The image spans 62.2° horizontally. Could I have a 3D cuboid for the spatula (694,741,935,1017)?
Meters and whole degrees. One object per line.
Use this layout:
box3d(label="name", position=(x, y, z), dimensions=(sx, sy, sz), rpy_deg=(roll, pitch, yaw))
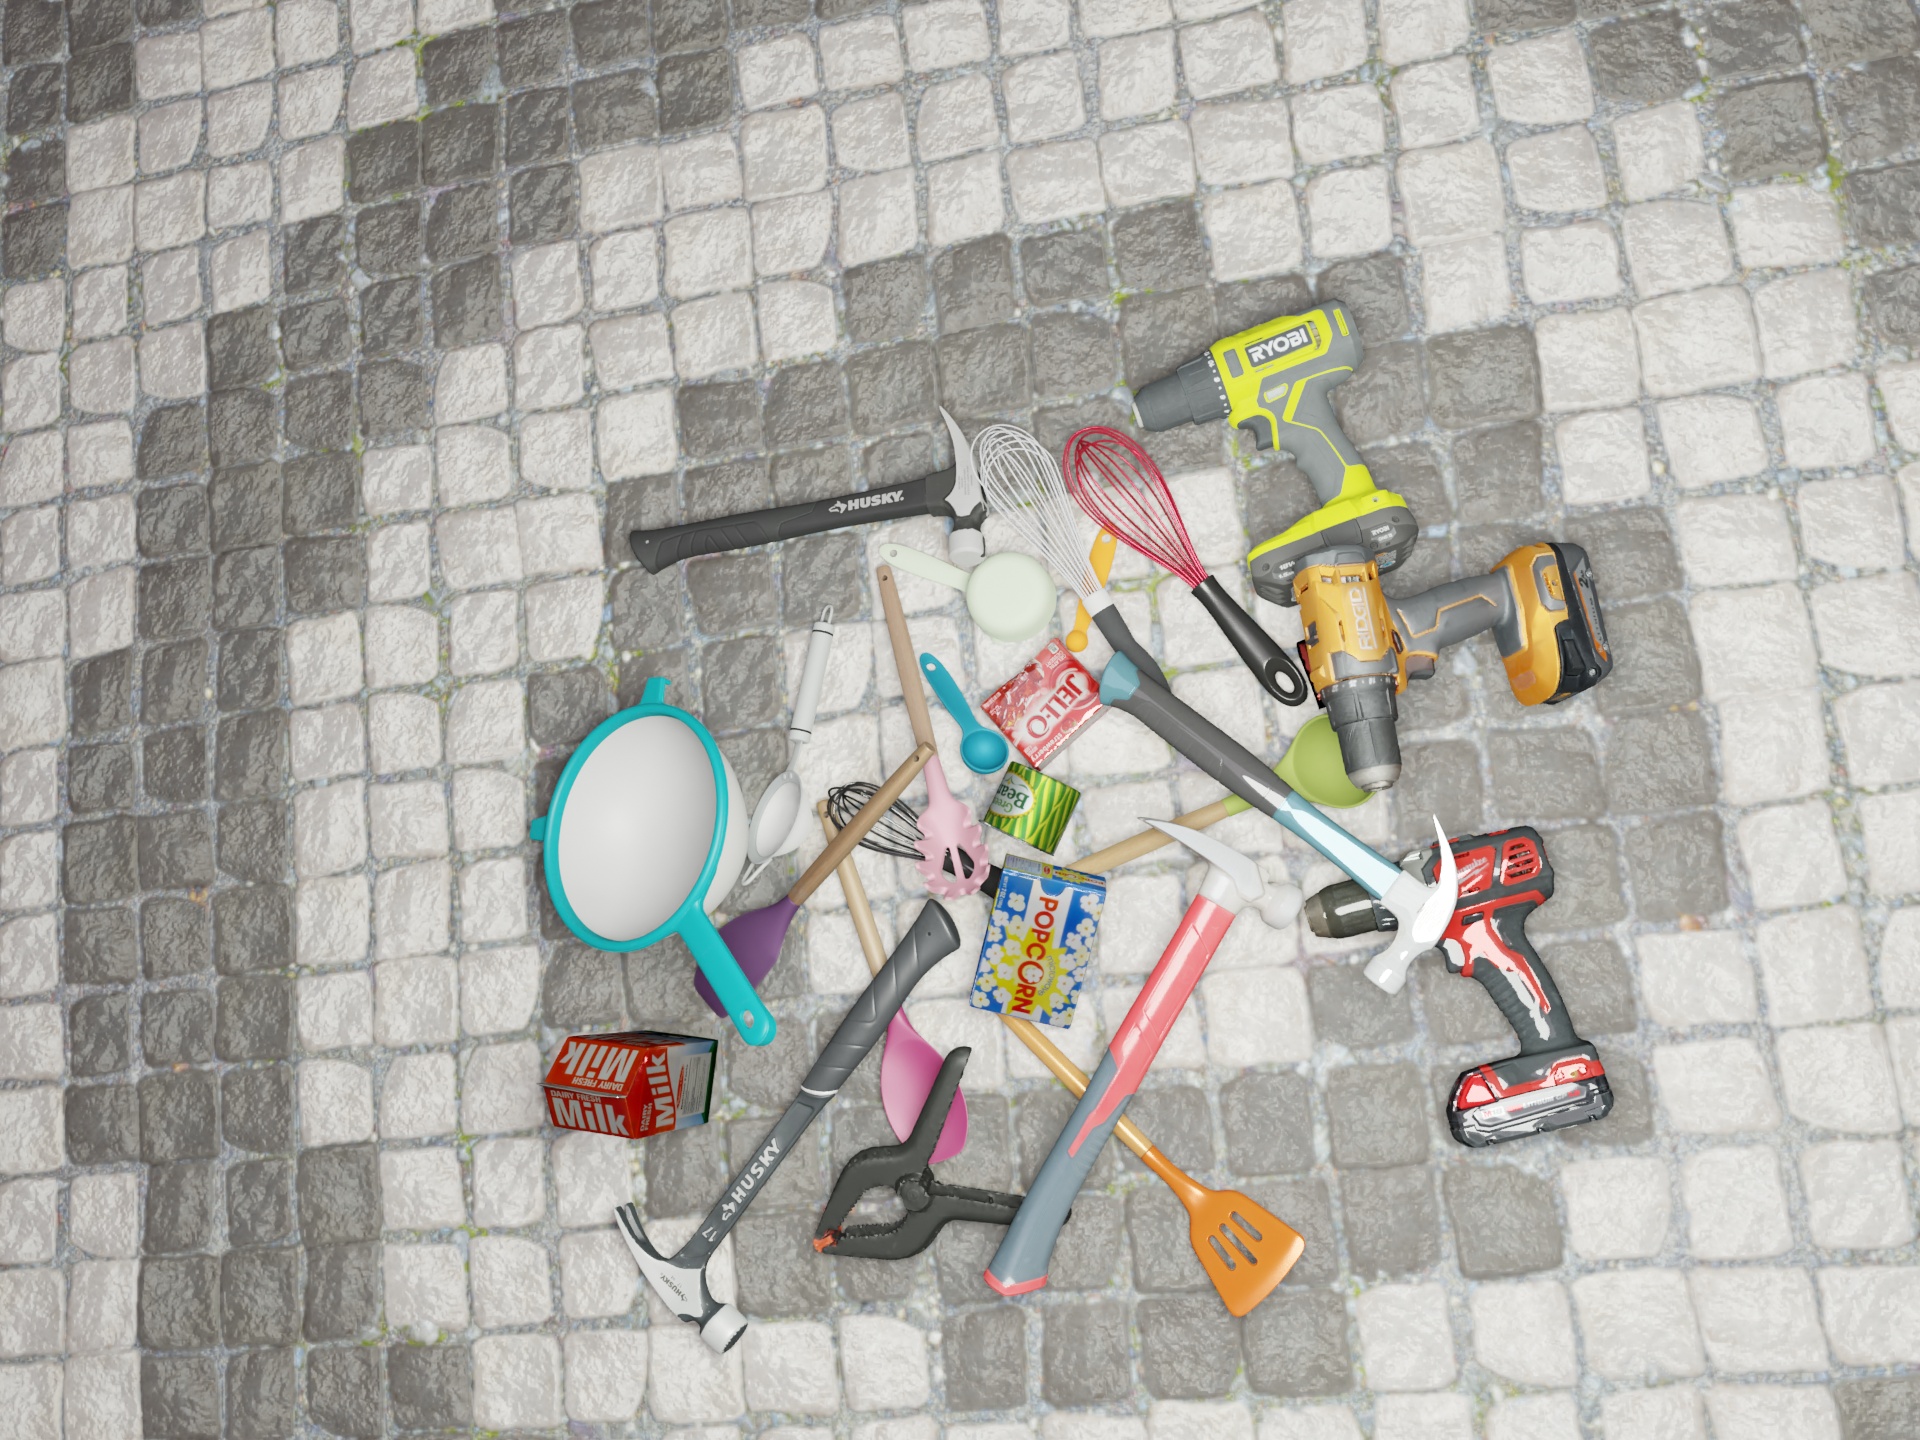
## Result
box3d(label="spatula", position=(-0.125, 0.131, 1.336), dimensions=(0.060, 0.018, 0.316), rpy_deg=(47, 109, 15))

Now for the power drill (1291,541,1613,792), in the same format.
box3d(label="power drill", position=(0.373, -0.045, 1.209), dimensions=(0.226, 0.084, 0.185), rpy_deg=(-5, 76, -12))

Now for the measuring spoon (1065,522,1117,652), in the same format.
box3d(label="measuring spoon", position=(0.112, -0.115, 1.358), dimensions=(0.021, 0.011, 0.117), rpy_deg=(15, 85, 15))

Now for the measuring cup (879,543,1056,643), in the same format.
box3d(label="measuring cup", position=(0.001, -0.124, 1.372), dimensions=(0.167, 0.038, 0.083), rpy_deg=(22, 87, 13))

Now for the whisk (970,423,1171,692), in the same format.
box3d(label="whisk", position=(0.099, -0.126, 1.331), dimensions=(0.070, 0.070, 0.284), rpy_deg=(-33, 87, 7))

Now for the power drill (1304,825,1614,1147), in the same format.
box3d(label="power drill", position=(0.380, 0.206, 1.215), dimensions=(0.188, 0.080, 0.227), rpy_deg=(-16, 75, 10))

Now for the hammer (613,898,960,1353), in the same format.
box3d(label="hammer", position=(-0.133, 0.320, 1.326), dimensions=(0.149, 0.036, 0.409), rpy_deg=(37, 94, 17))

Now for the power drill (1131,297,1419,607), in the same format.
box3d(label="power drill", position=(0.260, -0.216, 1.308), dimensions=(0.190, 0.080, 0.229), rpy_deg=(-20, 75, 9))

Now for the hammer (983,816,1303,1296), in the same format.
box3d(label="hammer", position=(0.113, 0.266, 1.240), dimensions=(0.143, 0.038, 0.386), rpy_deg=(30, 88, -5))

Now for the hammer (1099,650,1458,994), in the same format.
box3d(label="hammer", position=(0.238, 0.058, 1.231), dimensions=(0.331, 0.033, 0.128), rpy_deg=(39, 94, 19))

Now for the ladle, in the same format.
box3d(label="ladle", position=(0.188, 0.081, 1.275), dimensions=(0.320, 0.062, 0.078), rpy_deg=(-24, 85, 5))

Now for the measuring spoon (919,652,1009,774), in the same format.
box3d(label="measuring spoon", position=(-0.002, -0.004, 1.368), dimensions=(0.042, 0.021, 0.129), rpy_deg=(-22, 65, -22))

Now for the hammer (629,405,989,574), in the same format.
box3d(label="hammer", position=(-0.139, -0.183, 1.409), dimensions=(0.335, 0.035, 0.146), rpy_deg=(-8, 66, 16))

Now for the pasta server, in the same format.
box3d(label="pasta server", position=(-0.033, 0.005, 1.337), dimensions=(0.060, 0.040, 0.316), rpy_deg=(-15, 68, 3))

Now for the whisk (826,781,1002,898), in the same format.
box3d(label="whisk", position=(-0.009, 0.115, 1.335), dimensions=(0.239, 0.055, 0.055), rpy_deg=(27, 88, 12))

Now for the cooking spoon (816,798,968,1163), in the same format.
box3d(label="cooking spoon", position=(-0.066, 0.216, 1.346), dimensions=(0.069, 0.017, 0.319), rpy_deg=(-23, 77, 12))

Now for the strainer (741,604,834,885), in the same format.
box3d(label="strainer", position=(-0.139, 0.022, 1.382), dimensions=(0.087, 0.050, 0.258), rpy_deg=(-6, 69, 56))

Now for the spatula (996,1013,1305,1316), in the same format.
box3d(label="spatula", position=(0.131, 0.327, 1.271), dimensions=(0.323, 0.041, 0.081), rpy_deg=(43, 91, 17))

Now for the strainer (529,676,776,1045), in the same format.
box3d(label="strainer", position=(-0.218, 0.139, 1.325), dimensions=(0.211, 0.095, 0.341), rpy_deg=(-48, 56, 14))

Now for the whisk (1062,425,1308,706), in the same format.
box3d(label="whisk", position=(0.188, -0.128, 1.323), dimensions=(0.073, 0.073, 0.296), rpy_deg=(-40, 82, 5))
